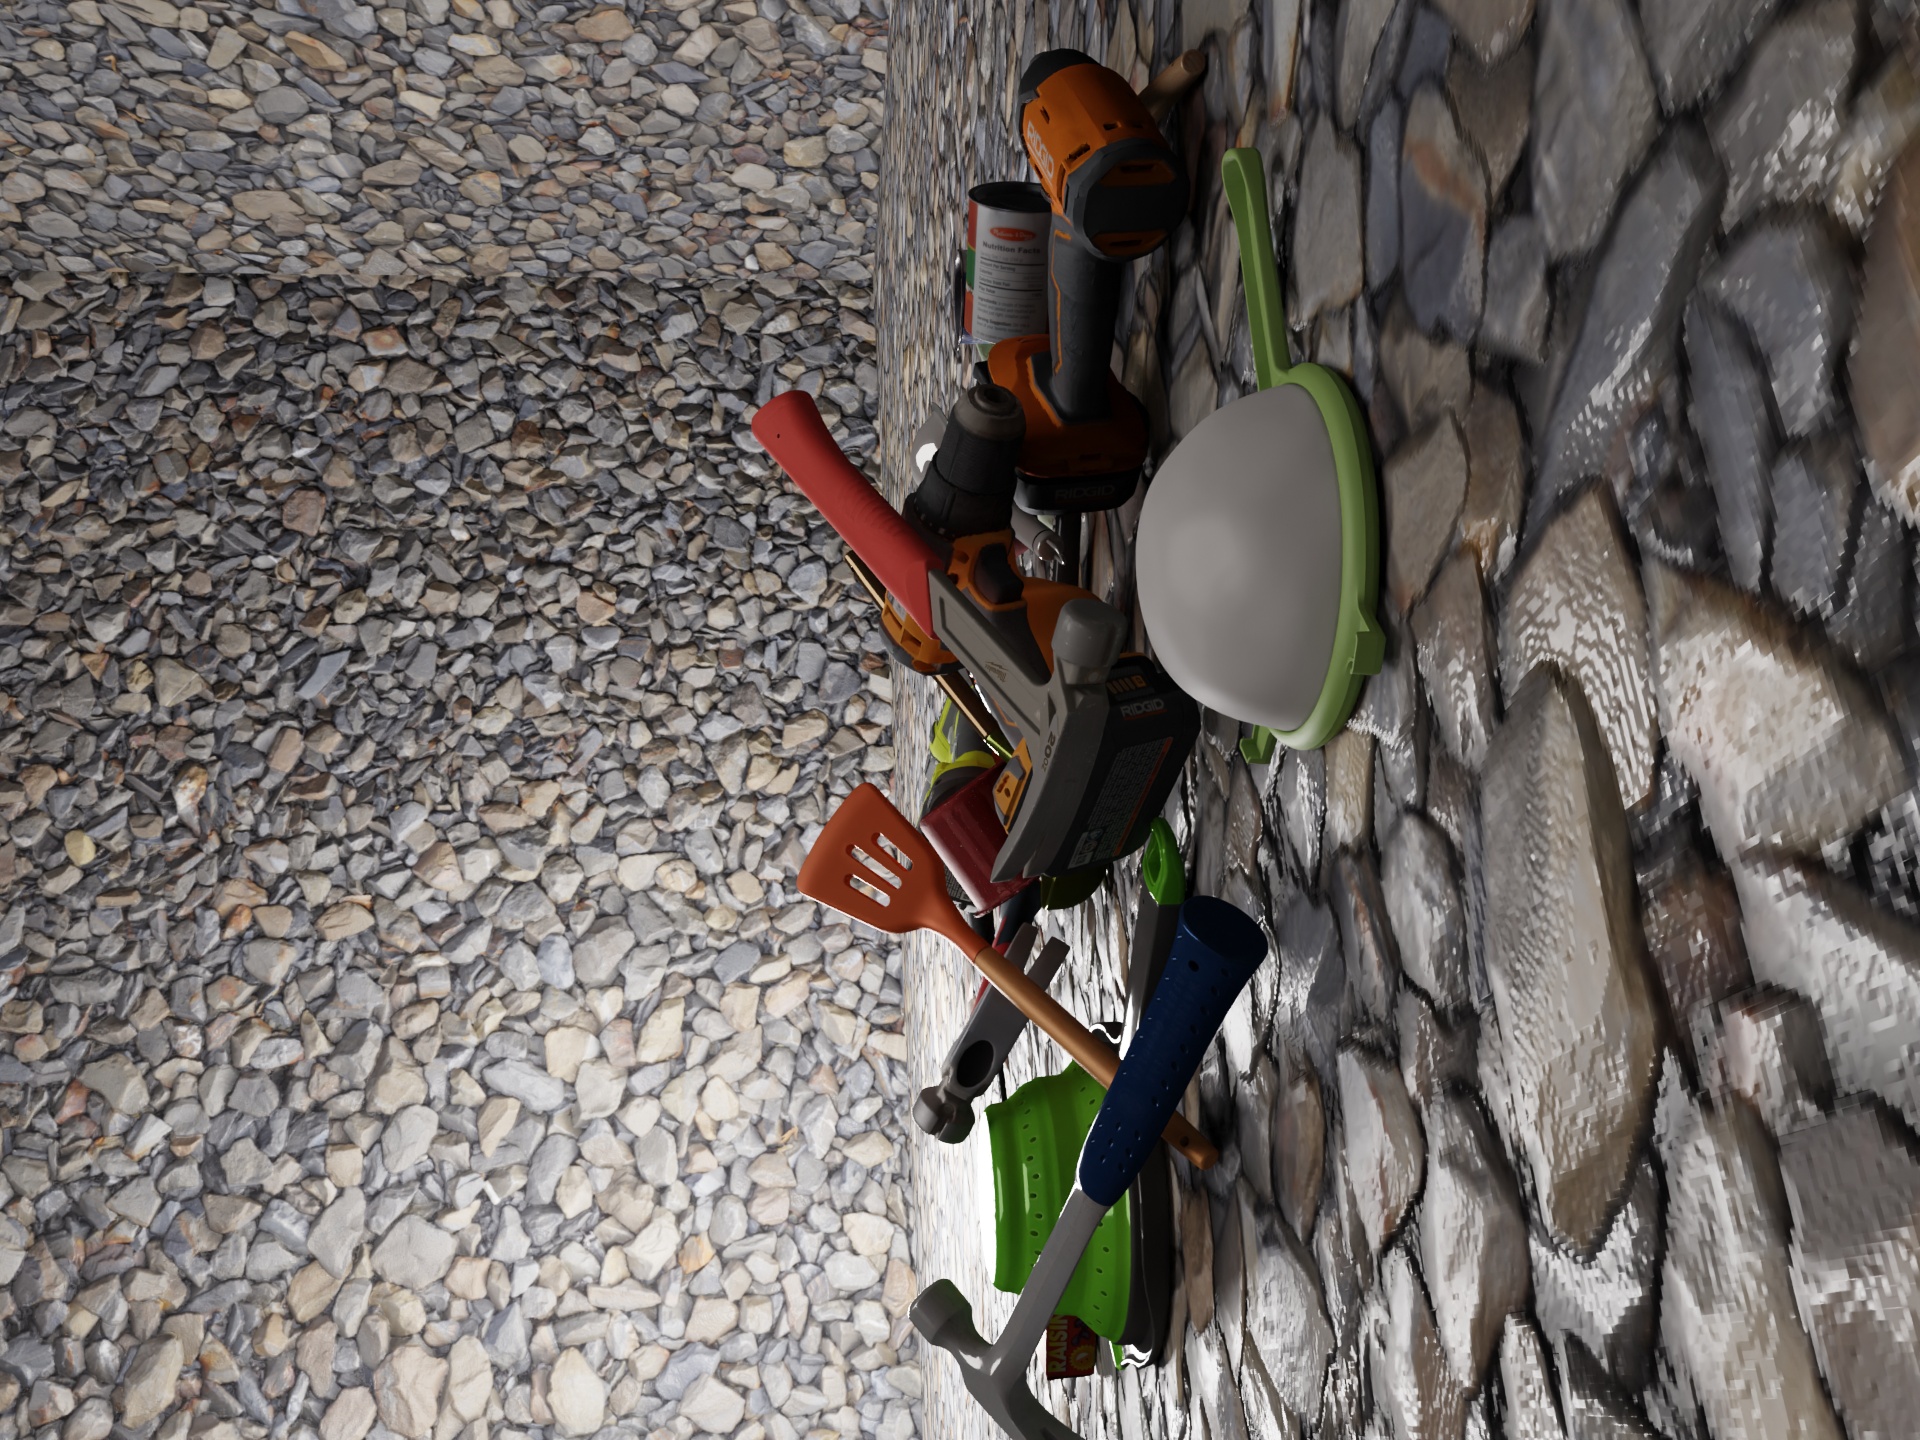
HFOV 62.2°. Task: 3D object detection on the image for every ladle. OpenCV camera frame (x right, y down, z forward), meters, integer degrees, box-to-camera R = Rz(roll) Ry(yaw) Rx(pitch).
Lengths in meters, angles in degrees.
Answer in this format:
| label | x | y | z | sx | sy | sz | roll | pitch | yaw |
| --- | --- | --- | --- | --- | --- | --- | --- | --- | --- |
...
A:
| label | x | y | z | sx | sy | sz | roll | pitch | yaw |
| --- | --- | --- | --- | --- | --- | --- | --- | --- | --- |
| ladle | -0.002 | -0.004 | 1.096 | 0.320 | 0.062 | 0.078 | 52 | 153 | 26 |

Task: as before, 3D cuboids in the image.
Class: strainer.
| label | x | y | z | sx | sy | sz | roll | pitch | yaw |
| --- | --- | --- | --- | --- | --- | --- | --- | --- | --- |
| strainer | 0.103 | -0.114 | 0.634 | 0.151 | 0.069 | 0.256 | 111 | 156 | -74 |
| strainer | 0.014 | -0.159 | 1.109 | 0.259 | 0.050 | 0.086 | 48 | 163 | 54 |

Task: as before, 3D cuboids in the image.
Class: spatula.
| label | x | y | z | sx | sy | sz | roll | pitch | yaw |
| --- | --- | --- | --- | --- | --- | --- | --- | --- | --- |
| spatula | 0.090 | -0.337 | 0.924 | 0.060 | 0.018 | 0.316 | -55 | 11 | 0 |
| spatula | 0.022 | 0.143 | 0.882 | 0.323 | 0.041 | 0.081 | 36 | 93 | 43 |

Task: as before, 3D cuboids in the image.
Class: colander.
| label | x | y | z | sx | sy | sz | roll | pitch | yaw |
| --- | --- | --- | --- | --- | --- | --- | --- | --- | --- |
| colander | 0.064 | 0.222 | 0.930 | 0.205 | 0.094 | 0.396 | -100 | 11 | -56 |

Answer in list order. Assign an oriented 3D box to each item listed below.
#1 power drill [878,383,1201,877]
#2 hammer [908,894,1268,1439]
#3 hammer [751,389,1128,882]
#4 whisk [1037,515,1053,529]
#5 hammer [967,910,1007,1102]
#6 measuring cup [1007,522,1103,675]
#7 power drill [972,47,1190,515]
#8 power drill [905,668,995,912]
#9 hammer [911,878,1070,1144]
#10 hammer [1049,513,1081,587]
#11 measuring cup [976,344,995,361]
| label | x | y | z | sx | sy | sz | roll | pitch | yaw |
| --- | --- | --- | --- | --- | --- | --- | --- | --- | --- |
| power drill | 0.035 | -0.053 | 0.859 | 0.226 | 0.084 | 0.185 | 56 | 145 | 33 |
| hammer | 0.071 | 0.248 | 0.812 | 0.144 | 0.035 | 0.405 | 43 | 134 | 29 |
| hammer | -0.032 | -0.076 | 0.860 | 0.359 | 0.036 | 0.149 | 50 | 133 | 44 |
| whisk | 0.049 | -0.258 | 1.190 | 0.059 | 0.057 | 0.246 | -22 | 72 | 38 |
| hammer | 0.028 | 0.247 | 1.501 | 0.149 | 0.036 | 0.409 | 91 | 173 | -55 |
| measuring cup | 0.050 | -0.077 | 0.970 | 0.052 | 0.095 | 0.173 | 18 | 135 | 39 |
| power drill | 0.060 | -0.246 | 0.879 | 0.226 | 0.084 | 0.164 | 95 | 163 | -46 |
| power drill | 0.002 | 0.057 | 1.365 | 0.229 | 0.080 | 0.190 | -86 | 13 | -57 |
| hammer | 0.039 | 0.157 | 1.122 | 0.143 | 0.038 | 0.386 | -62 | -1 | 12 |
| hammer | 0.073 | -0.170 | 1.075 | 0.146 | 0.035 | 0.334 | -106 | 16 | -66 |
| measuring cup | 0.056 | -0.304 | 1.266 | 0.168 | 0.038 | 0.083 | -124 | 31 | -48 |
